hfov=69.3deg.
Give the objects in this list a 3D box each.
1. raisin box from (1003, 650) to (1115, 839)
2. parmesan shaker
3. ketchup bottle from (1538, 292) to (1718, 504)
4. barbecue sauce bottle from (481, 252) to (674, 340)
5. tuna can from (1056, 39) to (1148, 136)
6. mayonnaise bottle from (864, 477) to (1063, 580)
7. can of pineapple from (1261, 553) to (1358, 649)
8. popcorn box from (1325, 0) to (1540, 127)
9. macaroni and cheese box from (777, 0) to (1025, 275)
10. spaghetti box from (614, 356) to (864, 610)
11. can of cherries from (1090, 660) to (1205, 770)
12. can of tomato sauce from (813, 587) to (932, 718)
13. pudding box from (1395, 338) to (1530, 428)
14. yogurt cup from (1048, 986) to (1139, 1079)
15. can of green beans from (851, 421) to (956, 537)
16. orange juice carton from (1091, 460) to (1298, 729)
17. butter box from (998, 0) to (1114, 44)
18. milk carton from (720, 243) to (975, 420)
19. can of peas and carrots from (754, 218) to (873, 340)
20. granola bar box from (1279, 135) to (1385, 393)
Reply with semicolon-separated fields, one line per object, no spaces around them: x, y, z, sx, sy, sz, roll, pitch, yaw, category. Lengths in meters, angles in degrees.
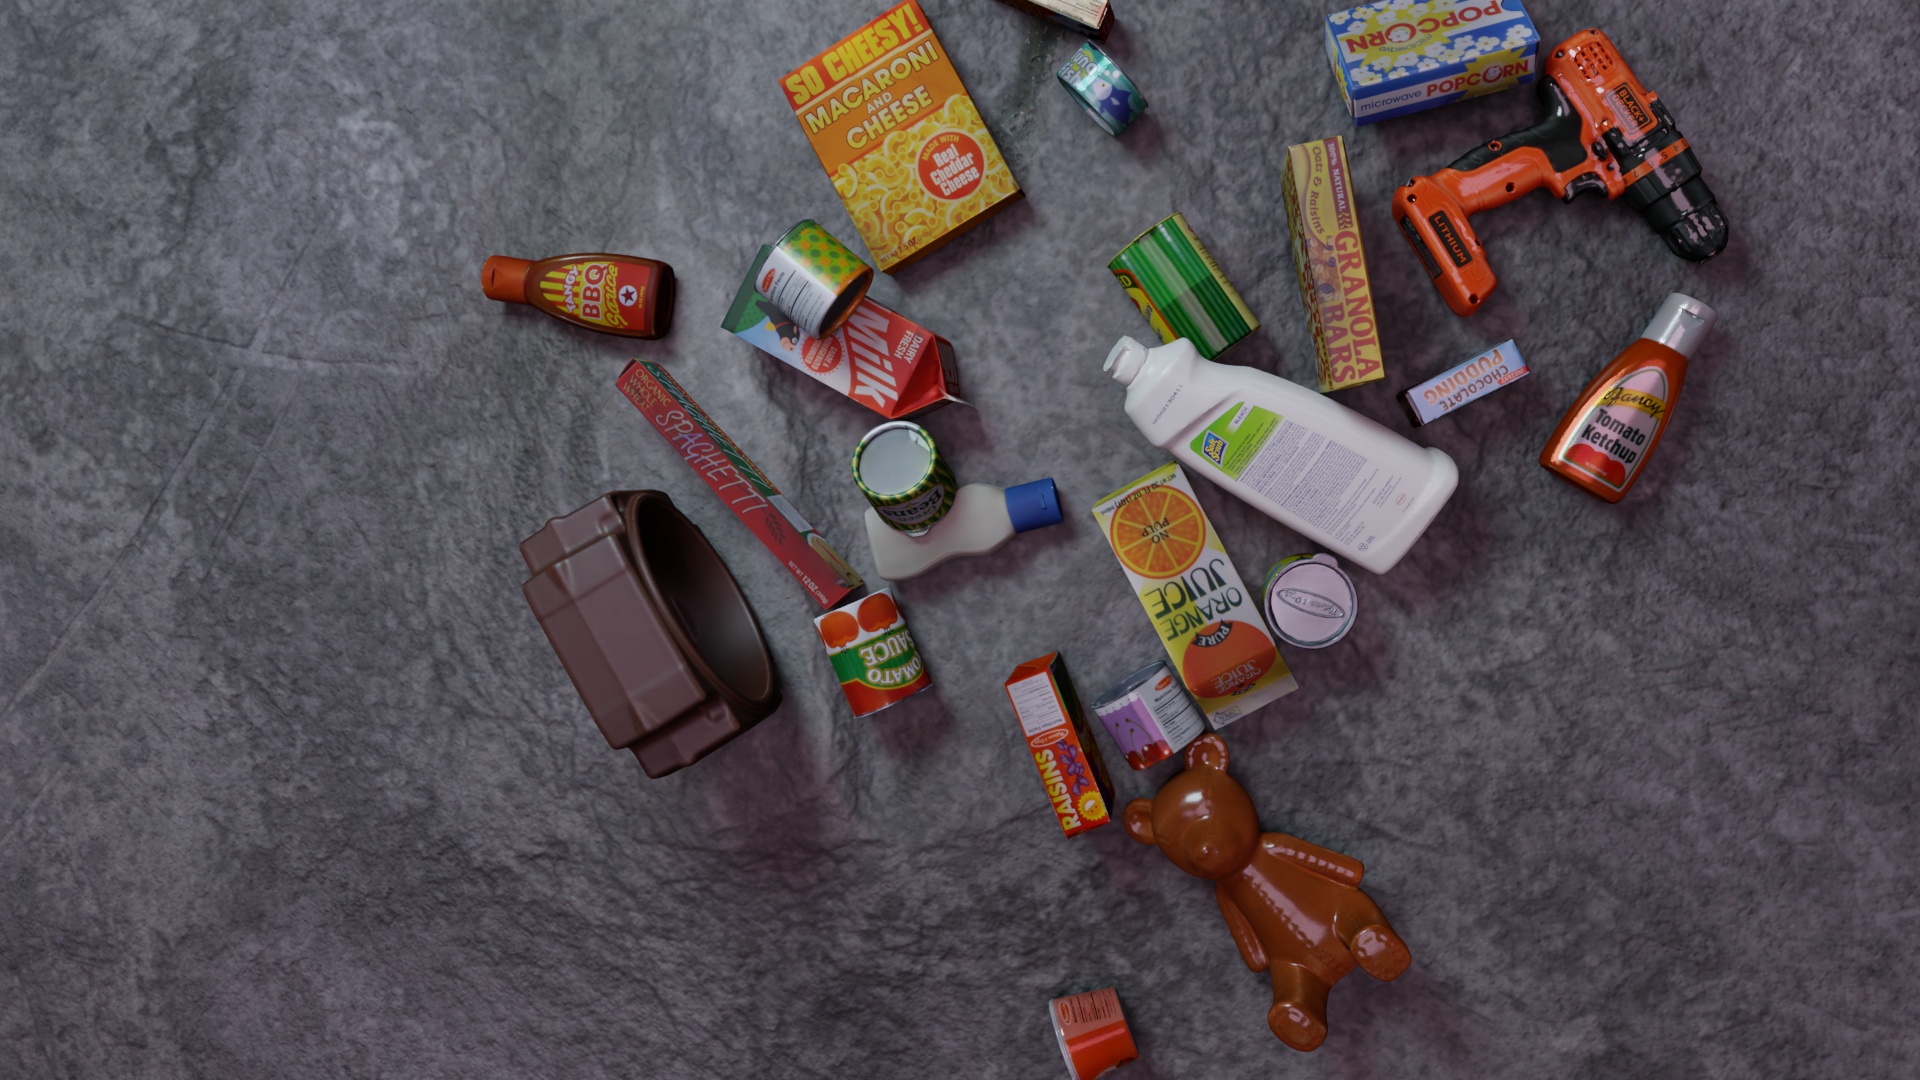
0.076;0.152;1.047;0.040;0.086;0.123;-22;90;9;raisin box
0.164;-0.179;1.018;0.071;0.071;0.103;-35;88;10;parmesan shaker
0.478;-0.103;0.987;0.065;0.043;0.148;31;98;6;ketchup bottle
-0.305;-0.200;1.108;0.148;0.044;0.064;9;97;9;barbecue sauce bottle
0.102;-0.332;1.019;0.033;0.071;0.071;-45;86;10;tuna can
0.004;-0.013;1.071;0.148;0.041;0.065;-14;86;9;mayonnaise bottle
0.258;0.042;1.024;0.071;0.058;0.071;1;94;9;can of pineapple
0.328;-0.346;0.976;0.127;0.038;0.085;-12;53;10;popcorn box
-0.045;-0.306;1.060;0.123;0.040;0.166;-29;89;10;macaroni and cheese box
-0.174;-0.046;1.093;0.028;0.050;0.250;-44;86;9;spaghetti box
0.140;0.133;1.048;0.071;0.071;0.058;-33;90;10;can of cherries
-0.067;0.086;1.075;0.071;0.071;0.083;-23;90;10;can of tomato sauce
0.361;-0.112;1.002;0.083;0.050;0.030;-26;88;9;pudding box
0.104;0.379;1.070;0.054;0.072;0.072;-20;91;2;yogurt cup
-0.042;-0.048;1.038;0.071;0.057;0.071;-6;65;13;can of green beans
0.175;0.041;1.030;0.072;0.073;0.192;-28;89;10;orange juice carton
0.063;-0.403;1.030;0.103;0.053;0.024;25;101;7;butter box
-0.076;-0.148;1.059;0.191;0.072;0.073;29;98;6;milk carton
-0.102;-0.187;0.993;0.059;0.071;0.071;40;99;5;can of peas and carrots
0.260;-0.188;0.975;0.039;0.124;0.165;-11;92;11;granola bar box
